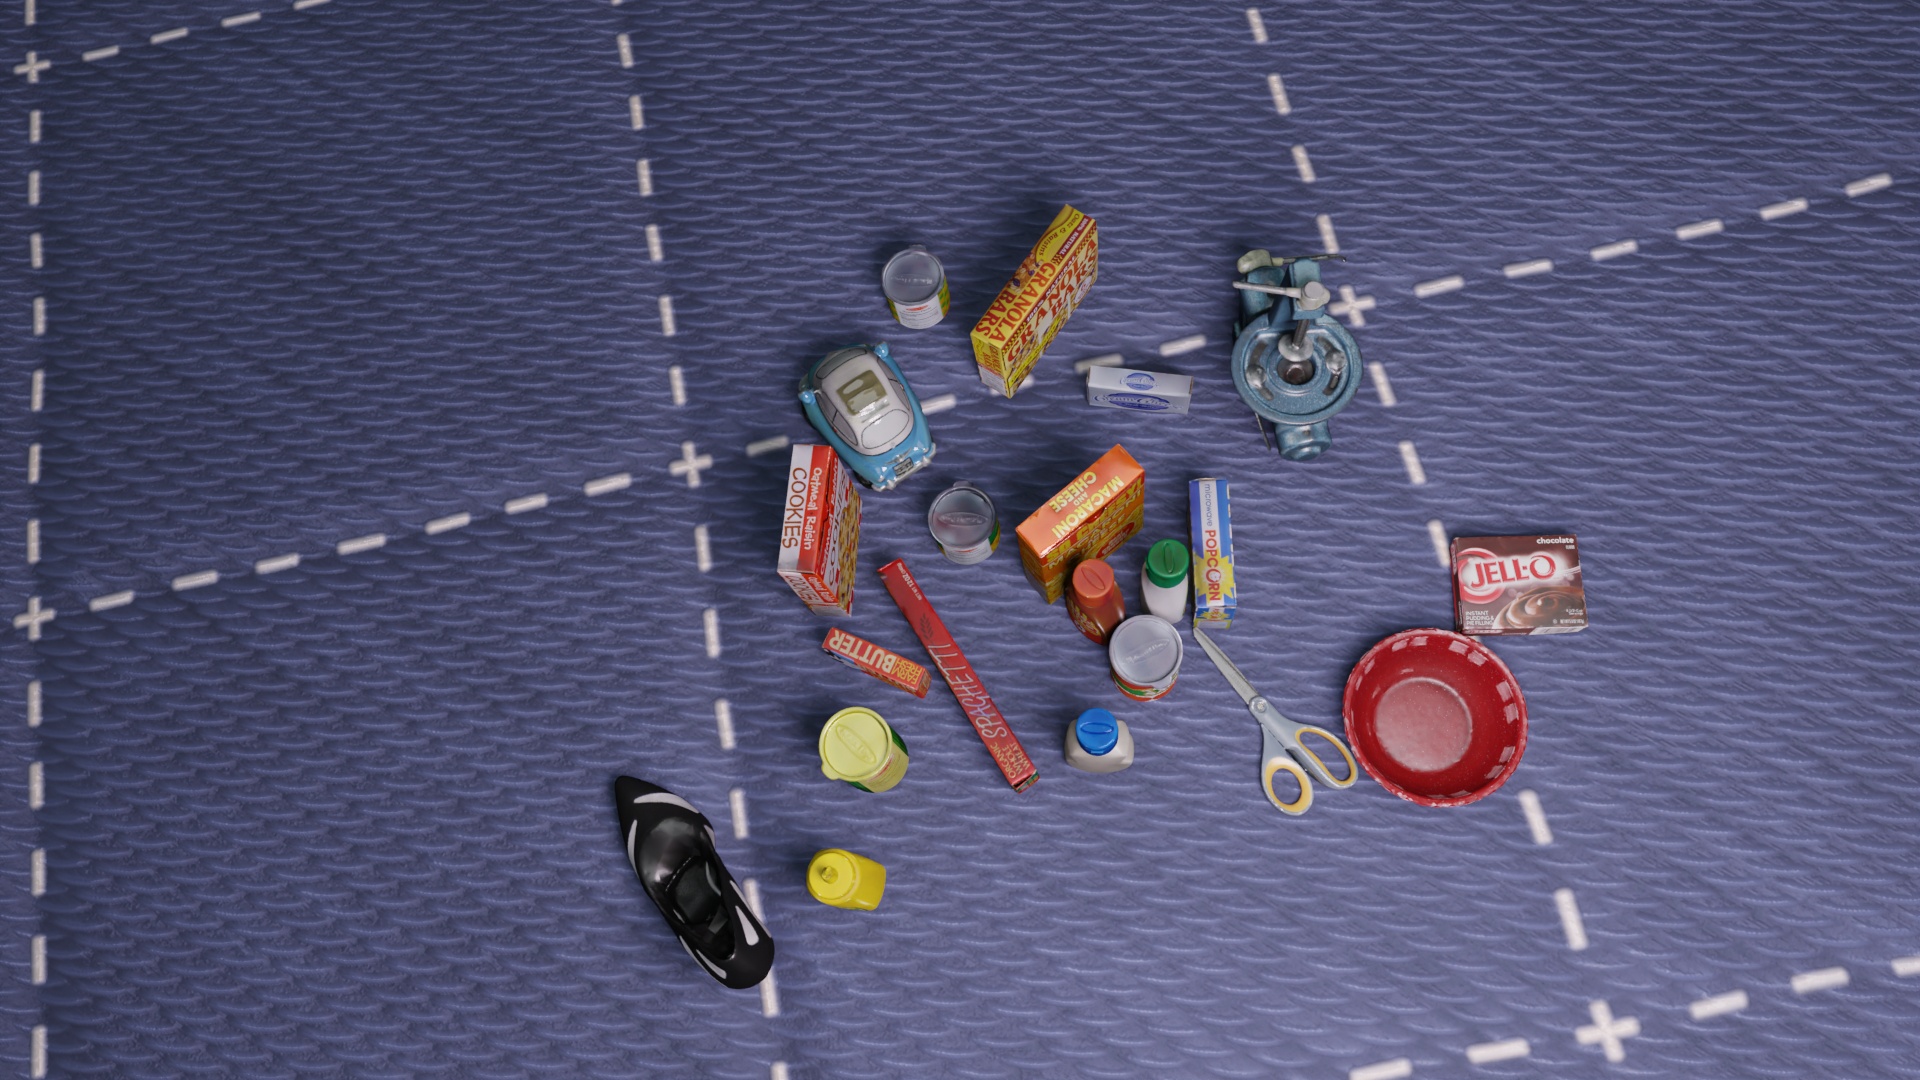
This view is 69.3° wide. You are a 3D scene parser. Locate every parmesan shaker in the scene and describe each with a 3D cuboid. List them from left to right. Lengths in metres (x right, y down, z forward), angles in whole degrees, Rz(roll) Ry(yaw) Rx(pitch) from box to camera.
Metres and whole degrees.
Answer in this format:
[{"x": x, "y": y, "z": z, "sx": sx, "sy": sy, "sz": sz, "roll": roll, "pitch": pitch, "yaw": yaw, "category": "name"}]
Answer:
[{"x": -0.090, "y": 0.197, "z": 1.284, "sx": 0.071, "sy": 0.103, "sz": 0.071, "roll": -2, "pitch": 73, "yaw": 6, "category": "parmesan shaker"}]

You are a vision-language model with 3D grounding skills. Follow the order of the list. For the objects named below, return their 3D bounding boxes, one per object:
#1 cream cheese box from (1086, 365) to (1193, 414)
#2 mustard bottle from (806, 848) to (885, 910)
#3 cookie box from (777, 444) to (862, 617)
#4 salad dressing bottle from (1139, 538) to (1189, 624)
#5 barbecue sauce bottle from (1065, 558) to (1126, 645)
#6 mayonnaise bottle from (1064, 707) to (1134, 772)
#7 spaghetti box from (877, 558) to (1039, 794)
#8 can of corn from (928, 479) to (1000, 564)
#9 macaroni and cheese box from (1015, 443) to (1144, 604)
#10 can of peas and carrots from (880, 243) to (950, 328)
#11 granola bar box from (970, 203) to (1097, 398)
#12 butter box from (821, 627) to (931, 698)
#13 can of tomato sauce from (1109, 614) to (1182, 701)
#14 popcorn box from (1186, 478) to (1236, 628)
[{"x": 0.179, "y": -0.150, "z": 1.390, "sx": 0.104, "sy": 0.053, "sz": 0.024, "roll": 7, "pitch": 74, "yaw": 8, "category": "cream cheese box"}, {"x": -0.107, "y": 0.298, "z": 1.224, "sx": 0.065, "sy": 0.160, "sz": 0.049, "roll": 10, "pitch": 75, "yaw": 9, "category": "mustard bottle"}, {"x": -0.130, "y": -0.006, "z": 1.318, "sx": 0.040, "sy": 0.167, "sz": 0.123, "roll": 2, "pitch": 73, "yaw": 7, "category": "cookie box"}, {"x": 0.189, "y": 0.037, "z": 1.281, "sx": 0.044, "sy": 0.147, "sz": 0.064, "roll": -5, "pitch": 73, "yaw": 5, "category": "salad dressing bottle"}, {"x": 0.124, "y": 0.053, "z": 1.282, "sx": 0.044, "sy": 0.148, "sz": 0.065, "roll": -41, "pitch": 73, "yaw": -6, "category": "barbecue sauce bottle"}, {"x": 0.124, "y": 0.179, "z": 1.243, "sx": 0.065, "sy": 0.147, "sz": 0.041, "roll": 0, "pitch": 73, "yaw": 6, "category": "mayonnaise bottle"}, {"x": -0.002, "y": 0.128, "z": 1.324, "sx": 0.029, "sy": 0.050, "sz": 0.250, "roll": -32, "pitch": 72, "yaw": -4, "category": "spaghetti box"}, {"x": 0.005, "y": -0.017, "z": 1.365, "sx": 0.071, "sy": 0.058, "sz": 0.071, "roll": -2, "pitch": 73, "yaw": 6, "category": "can of corn"}, {"x": 0.115, "y": -0.011, "z": 1.294, "sx": 0.124, "sy": 0.166, "sz": 0.040, "roll": -40, "pitch": 73, "yaw": -6, "category": "macaroni and cheese box"}, {"x": -0.046, "y": -0.264, "z": 1.447, "sx": 0.071, "sy": 0.058, "sz": 0.071, "roll": -2, "pitch": 73, "yaw": 6, "category": "can of peas and carrots"}, {"x": 0.078, "y": -0.237, "z": 1.391, "sx": 0.039, "sy": 0.124, "sz": 0.166, "roll": 33, "pitch": 79, "yaw": 14, "category": "granola bar box"}, {"x": -0.079, "y": 0.118, "z": 1.334, "sx": 0.103, "sy": 0.053, "sz": 0.024, "roll": 23, "pitch": 77, "yaw": 12, "category": "butter box"}, {"x": 0.173, "y": 0.113, "z": 1.293, "sx": 0.071, "sy": 0.083, "sz": 0.071, "roll": -2, "pitch": 73, "yaw": 6, "category": "can of tomato sauce"}, {"x": 0.237, "y": 0.013, "z": 1.316, "sx": 0.038, "sy": 0.085, "sz": 0.127, "roll": -2, "pitch": 73, "yaw": 6, "category": "popcorn box"}]
